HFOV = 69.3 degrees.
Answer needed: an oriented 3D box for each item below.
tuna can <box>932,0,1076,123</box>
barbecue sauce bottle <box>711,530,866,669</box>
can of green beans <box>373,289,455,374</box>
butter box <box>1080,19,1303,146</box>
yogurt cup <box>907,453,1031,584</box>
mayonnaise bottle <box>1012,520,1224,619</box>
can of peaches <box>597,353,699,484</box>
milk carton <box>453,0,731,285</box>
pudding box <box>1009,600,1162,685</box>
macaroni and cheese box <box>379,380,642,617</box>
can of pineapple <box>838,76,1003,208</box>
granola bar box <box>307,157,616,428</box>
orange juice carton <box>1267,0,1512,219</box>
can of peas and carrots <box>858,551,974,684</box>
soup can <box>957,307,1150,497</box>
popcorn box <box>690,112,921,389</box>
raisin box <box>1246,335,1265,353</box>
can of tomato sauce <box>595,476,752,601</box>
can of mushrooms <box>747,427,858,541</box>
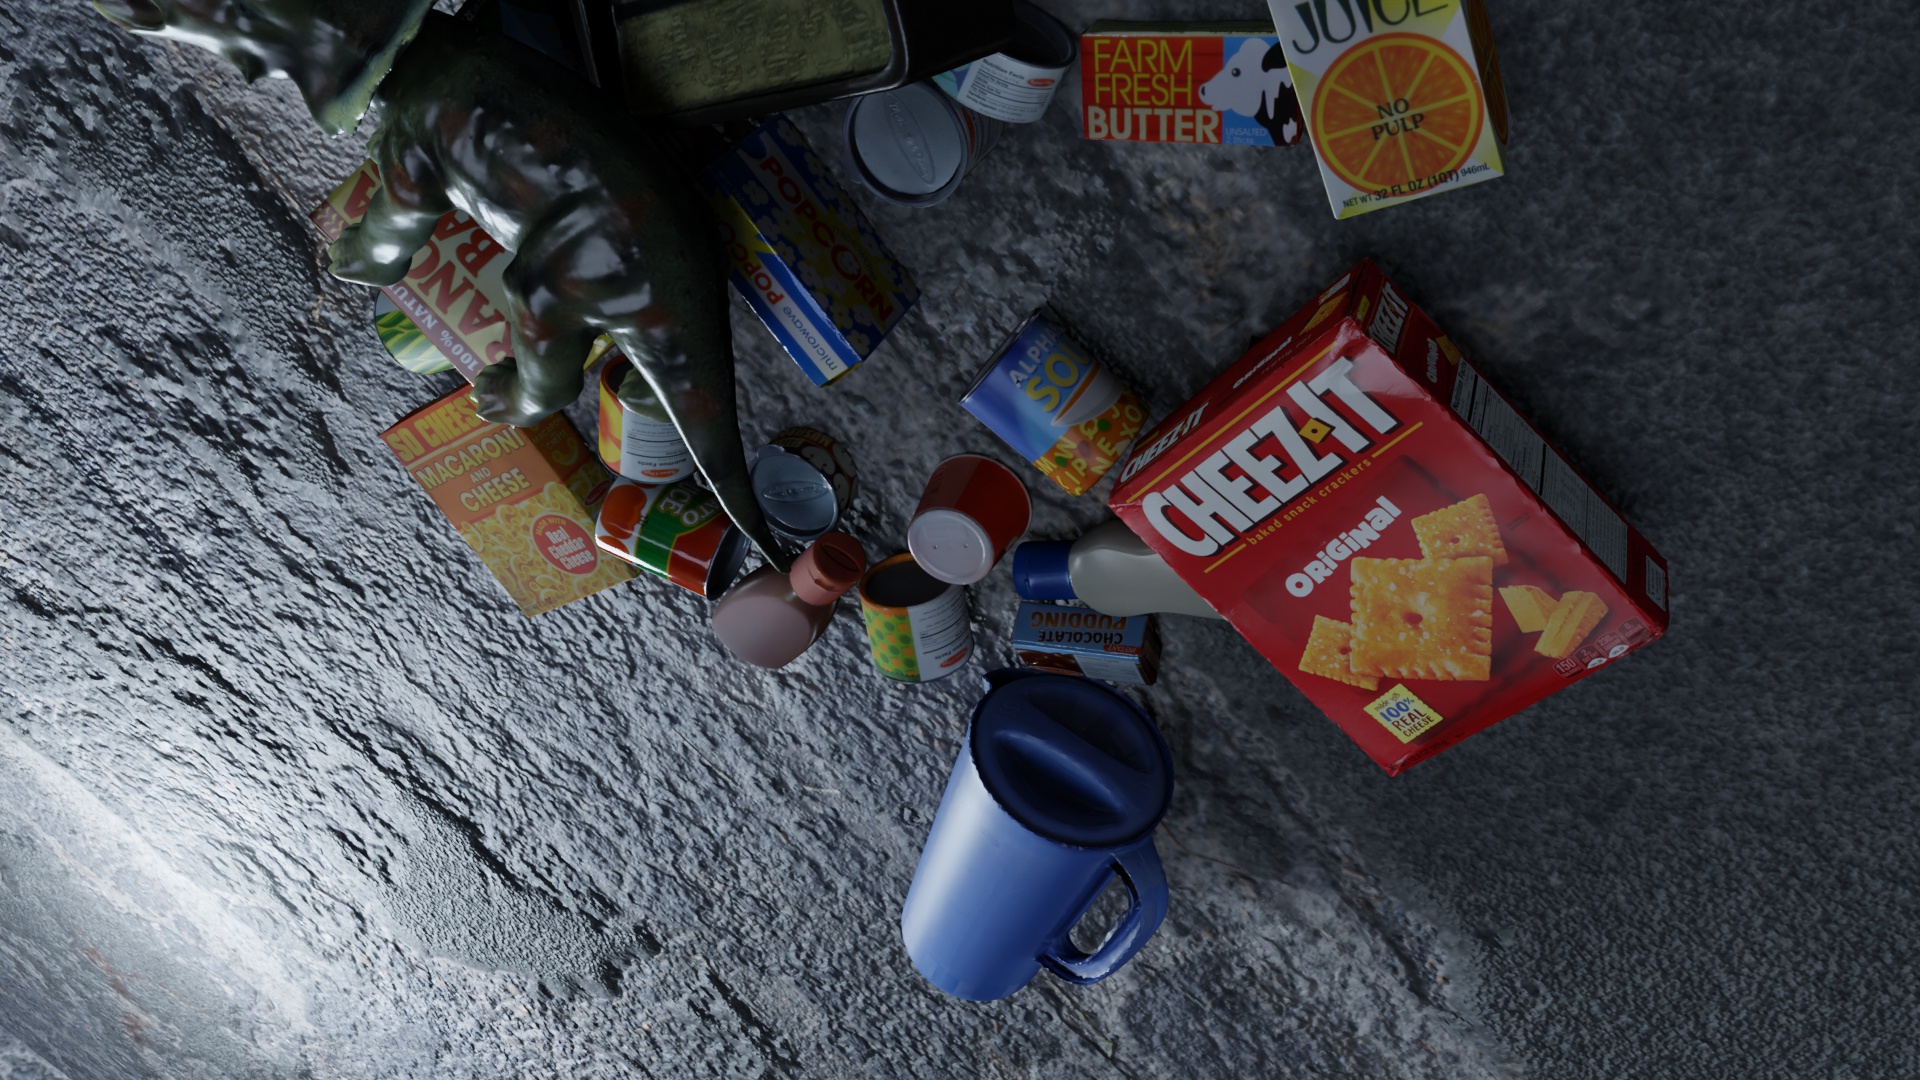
[{"bbox_3d":[0.017,-0.231,0.656,0.071,0.071,0.032,31,132,1],"label":"tuna can"},{"bbox_3d":[-0.108,0.038,0.901,0.065,0.044,0.148,35,145,-13],"label":"barbecue sauce bottle"},{"bbox_3d":[-0.323,-0.142,0.876,0.058,0.071,0.071,-8,120,28],"label":"can of green beans"},{"bbox_3d":[0.109,-0.215,0.651,0.103,0.024,0.052,7,126,20],"label":"butter box"},{"bbox_3d":[0.003,-0.010,0.829,0.072,0.054,0.072,12,127,16],"label":"yogurt cup"},{"bbox_3d":[0.104,0.015,0.811,0.148,0.041,0.064,-2,123,27],"label":"mayonnaise bottle"},{"bbox_3d":[-0.191,-0.079,0.863,0.071,0.071,0.057,21,130,9],"label":"can of peaches"},{"bbox_3d":[-0.188,-0.214,0.756,0.072,0.074,0.190,-28,109,37],"label":"milk carton"},{"bbox_3d":[0.077,0.063,0.852,0.084,0.030,0.049,5,157,21],"label":"pudding box"},{"bbox_3d":[-0.304,-0.034,0.963,0.123,0.040,0.166,-19,115,34],"label":"macaroni and cheese box"},{"bbox_3d":[-0.019,-0.208,0.693,0.071,0.058,0.070,12,128,17],"label":"can of pineapple"},{"bbox_3d":[-0.270,-0.167,0.811,0.124,0.039,0.165,-41,103,4],"label":"granola bar box"},{"bbox_3d":[0.168,-0.240,0.574,0.071,0.073,0.192,-10,118,31],"label":"orange juice carton"},{"bbox_3d":[-0.030,0.047,0.879,0.071,0.071,0.058,5,125,22],"label":"can of peas and carrots"},{"bbox_3d":[0.052,-0.075,0.751,0.084,0.072,0.071,39,130,-6],"label":"soup can"},{"bbox_3d":[-0.085,-0.155,0.744,0.038,0.085,0.126,-27,110,37],"label":"popcorn box"},{"bbox_3d":[0.200,-0.048,0.721,0.123,0.040,0.085,17,130,12],"label":"raisin box"},{"bbox_3d":[-0.185,-0.009,0.910,0.083,0.071,0.070,23,130,8],"label":"can of tomato sauce"},{"bbox_3d":[-0.101,-0.037,0.871,0.071,0.034,0.070,13,128,17],"label":"can of mushrooms"}]
